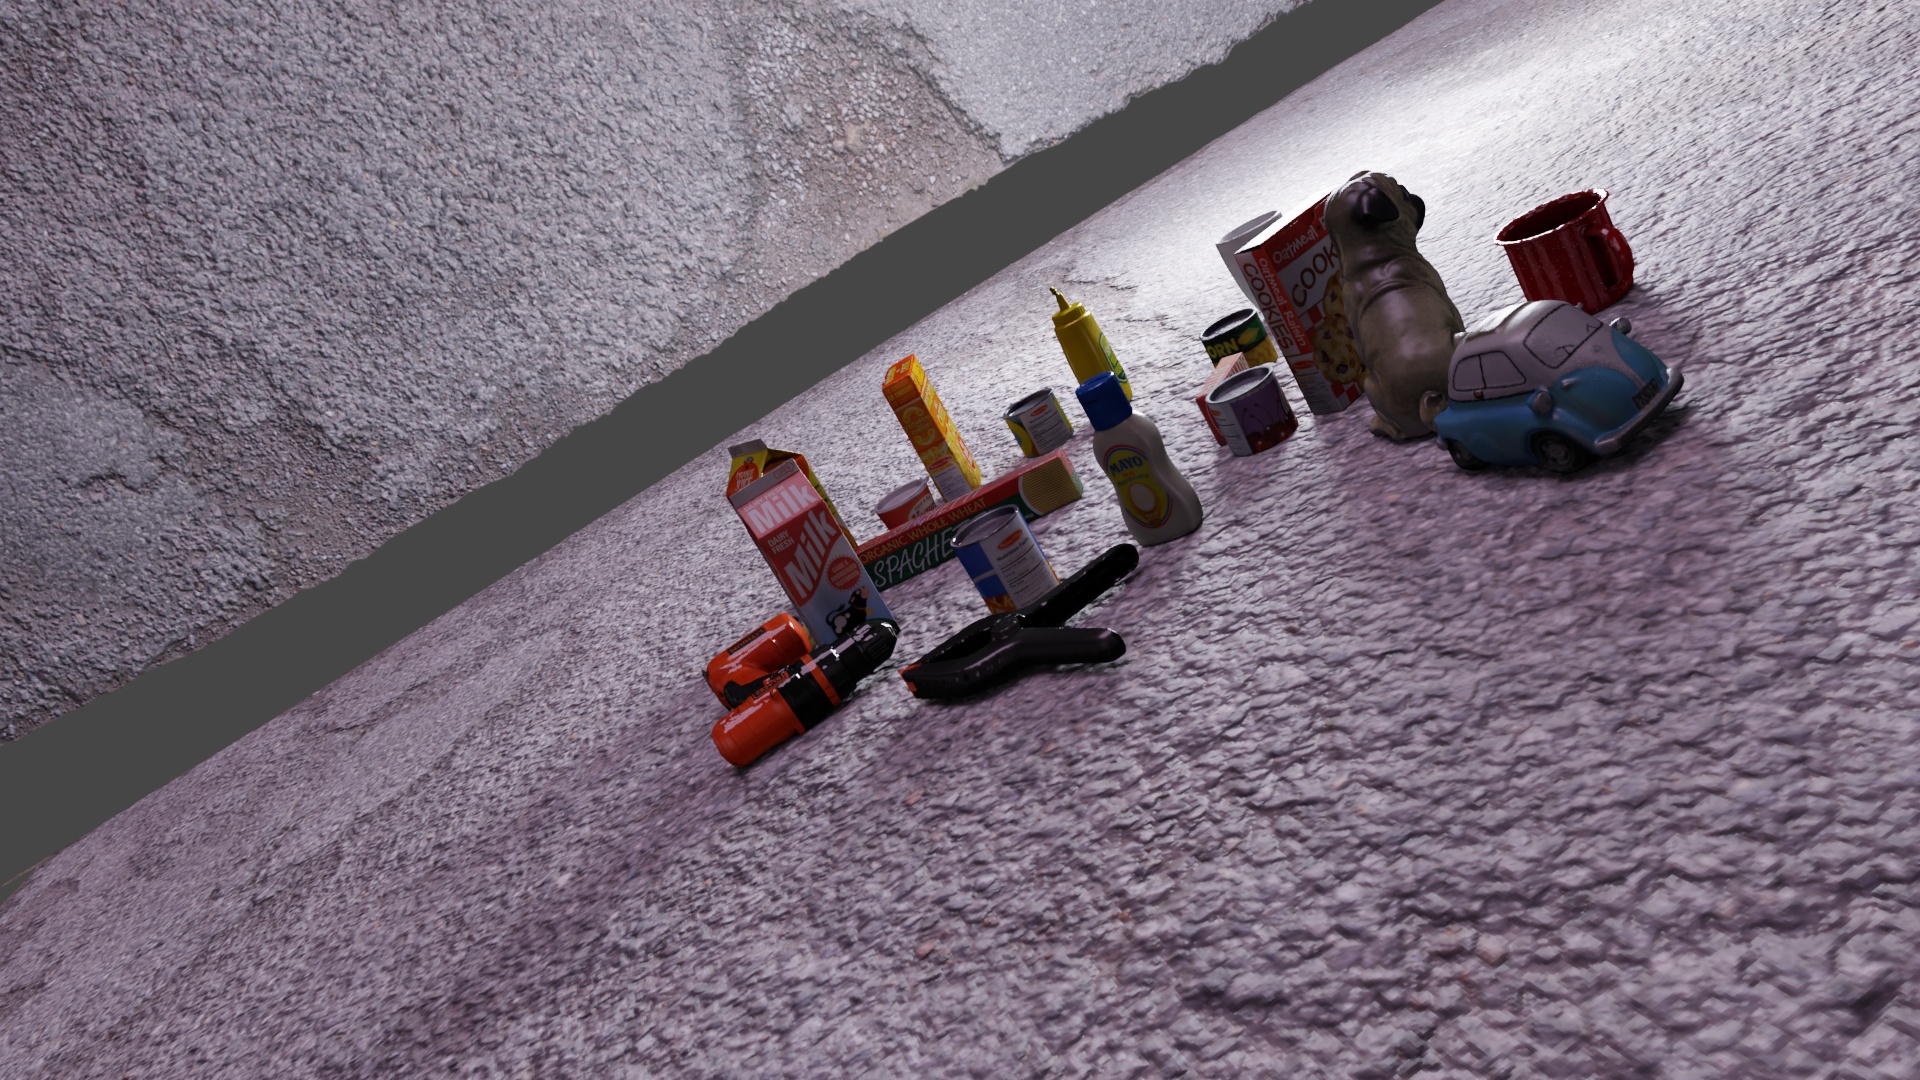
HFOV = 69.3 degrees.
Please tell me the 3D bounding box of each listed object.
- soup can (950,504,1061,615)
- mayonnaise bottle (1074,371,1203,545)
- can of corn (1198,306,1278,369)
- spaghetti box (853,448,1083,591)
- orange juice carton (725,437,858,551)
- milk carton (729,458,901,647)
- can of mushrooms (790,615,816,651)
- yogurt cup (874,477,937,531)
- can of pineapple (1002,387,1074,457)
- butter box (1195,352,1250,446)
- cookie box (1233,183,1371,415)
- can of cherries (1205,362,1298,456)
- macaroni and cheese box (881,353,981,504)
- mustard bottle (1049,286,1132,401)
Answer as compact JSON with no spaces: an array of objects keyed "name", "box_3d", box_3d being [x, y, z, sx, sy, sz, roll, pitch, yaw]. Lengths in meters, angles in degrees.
[{"name":"soup can","box_3d":[0.039,0.021,1.188,0.071,0.083,0.071,-28,16,9]},{"name":"mayonnaise bottle","box_3d":[0.144,-0.069,1.157,0.064,0.147,0.041,-19,19,36]},{"name":"can of corn","box_3d":[0.293,-0.204,1.470,0.071,0.058,0.071,-28,16,9]},{"name":"spaghetti box","box_3d":[0.005,-0.018,1.427,0.249,0.050,0.029,-25,16,17]},{"name":"orange juice carton","box_3d":[-0.190,-0.027,1.539,0.071,0.192,0.073,-11,25,50]},{"name":"milk carton","box_3d":[-0.139,0.021,1.308,0.072,0.190,0.073,-33,16,-11]},{"name":"can of mushrooms","box_3d":[-0.179,0.107,1.404,0.071,0.033,0.071,-28,16,9]},{"name":"yogurt cup","box_3d":[-0.056,-0.030,1.562,0.072,0.054,0.072,-28,16,9]},{"name":"can of pineapple","box_3d":[0.091,-0.137,1.624,0.071,0.057,0.071,-28,16,9]},{"name":"butter box","box_3d":[0.259,-0.137,1.336,0.024,0.053,0.104,-19,19,34]},{"name":"cookie box","box_3d":[0.329,-0.216,1.242,0.123,0.167,0.040,-39,17,-27]},{"name":"can of cherries","box_3d":[0.266,-0.118,1.256,0.071,0.058,0.072,-28,16,9]},{"name":"macaroni and cheese box","box_3d":[-0.032,-0.124,1.602,0.040,0.166,0.124,-28,16,10]},{"name":"mustard bottle","box_3d":[0.145,-0.223,1.602,0.048,0.160,0.065,-24,17,22]}]
